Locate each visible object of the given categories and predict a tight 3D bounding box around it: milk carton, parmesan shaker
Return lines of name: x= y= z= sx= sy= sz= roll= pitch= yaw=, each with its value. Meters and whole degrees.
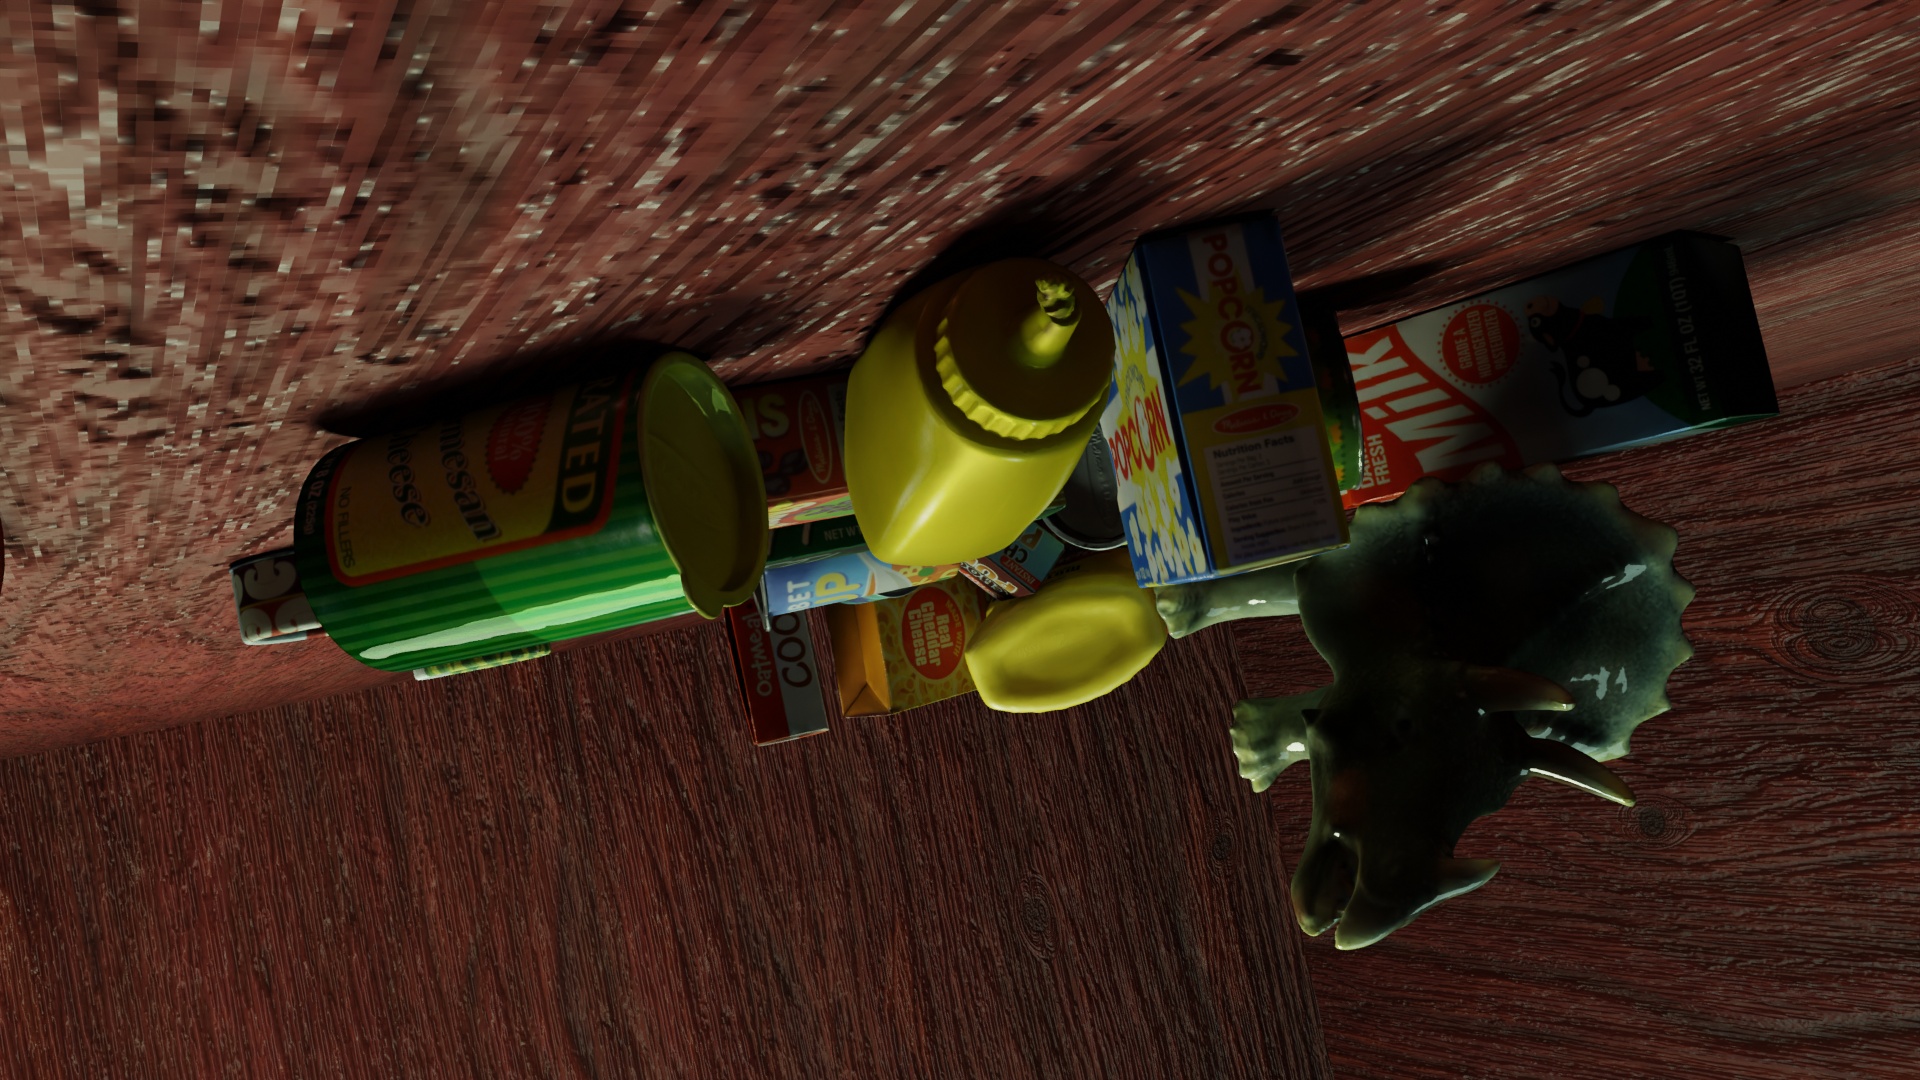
milk carton: x=0.221 y=-0.062 z=0.580 sx=0.190 sy=0.072 sz=0.073 roll=-16 pitch=174 yaw=43
parmesan shaker: x=-0.112 y=-0.003 z=0.365 sx=0.103 sy=0.071 sz=0.071 roll=-12 pitch=177 yaw=15

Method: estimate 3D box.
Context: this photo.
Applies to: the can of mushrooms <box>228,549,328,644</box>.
can of mushrooms: x=-0.267 y=0.022 z=0.585 sx=0.071 sy=0.033 sz=0.071 roll=-11 pitch=176 yaw=-1

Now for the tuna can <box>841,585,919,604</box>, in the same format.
tuna can: x=-0.049 y=-0.003 z=0.691 sx=0.032 sy=0.071 sz=0.071 roll=-14 pitch=176 yaw=44

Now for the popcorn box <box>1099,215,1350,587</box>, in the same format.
popcorn box: x=0.068 y=-0.032 z=0.396 sx=0.038 sy=0.085 sz=0.126 roll=-13 pitch=177 yaw=-1

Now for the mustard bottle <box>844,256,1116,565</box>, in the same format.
mustard bottle: x=0.005 y=-0.034 z=0.346 sx=0.049 sy=0.065 sz=0.160 roll=-7 pitch=172 yaw=-15

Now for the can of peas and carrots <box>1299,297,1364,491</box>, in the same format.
can of peas and carrots: x=0.106 y=-0.047 z=0.492 sx=0.059 sy=0.071 sz=0.071 roll=-12 pitch=177 yaw=6

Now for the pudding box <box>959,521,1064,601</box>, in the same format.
pudding box: x=0.002 y=-0.008 z=0.656 sx=0.030 sy=0.083 sz=0.049 roll=-55 pitch=-169 yaw=-16

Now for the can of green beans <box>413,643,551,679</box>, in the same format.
can of green beans: x=-0.241 y=0.034 z=0.688 sx=0.071 sy=0.058 sz=0.071 roll=-12 pitch=177 yaw=-1

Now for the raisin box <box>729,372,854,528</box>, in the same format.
raisin box: x=-0.065 y=-0.024 z=0.459 sx=0.123 sy=0.040 sz=0.086 roll=-10 pitch=178 yaw=-14

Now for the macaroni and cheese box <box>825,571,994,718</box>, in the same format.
macaroni and cheese box: x=-0.007 y=0.024 z=0.792 sx=0.040 sy=0.123 sz=0.167 roll=-10 pitch=179 yaw=40

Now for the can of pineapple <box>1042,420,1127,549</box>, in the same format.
can of pineapple: x=0.072 y=-0.031 z=0.627 sx=0.071 sy=0.071 sz=0.058 roll=-14 pitch=176 yaw=35

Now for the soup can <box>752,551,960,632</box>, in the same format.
soup can: x=-0.048 y=-0.005 z=0.577 sx=0.084 sy=0.071 sz=0.071 roll=-11 pitch=177 yaw=-13

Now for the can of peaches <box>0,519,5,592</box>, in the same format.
can of peaches: x=-0.197 y=0.005 z=0.216 sx=0.058 sy=0.071 sz=0.071 roll=-14 pitch=176 yaw=22

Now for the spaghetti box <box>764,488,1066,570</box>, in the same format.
spaghetti box: x=-0.083 y=-0.012 z=0.517 sx=0.251 sy=0.050 sz=0.028 roll=-11 pitch=175 yaw=-16

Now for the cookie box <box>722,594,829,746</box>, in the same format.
cookie box: x=-0.103 y=0.042 z=0.745 sx=0.040 sy=0.123 sz=0.167 roll=-12 pitch=177 yaw=-7

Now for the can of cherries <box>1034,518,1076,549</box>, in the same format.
can of cherries: x=0.046 y=-0.024 z=0.717 sx=0.071 sy=0.058 sz=0.071 roll=-12 pitch=176 yaw=-1
